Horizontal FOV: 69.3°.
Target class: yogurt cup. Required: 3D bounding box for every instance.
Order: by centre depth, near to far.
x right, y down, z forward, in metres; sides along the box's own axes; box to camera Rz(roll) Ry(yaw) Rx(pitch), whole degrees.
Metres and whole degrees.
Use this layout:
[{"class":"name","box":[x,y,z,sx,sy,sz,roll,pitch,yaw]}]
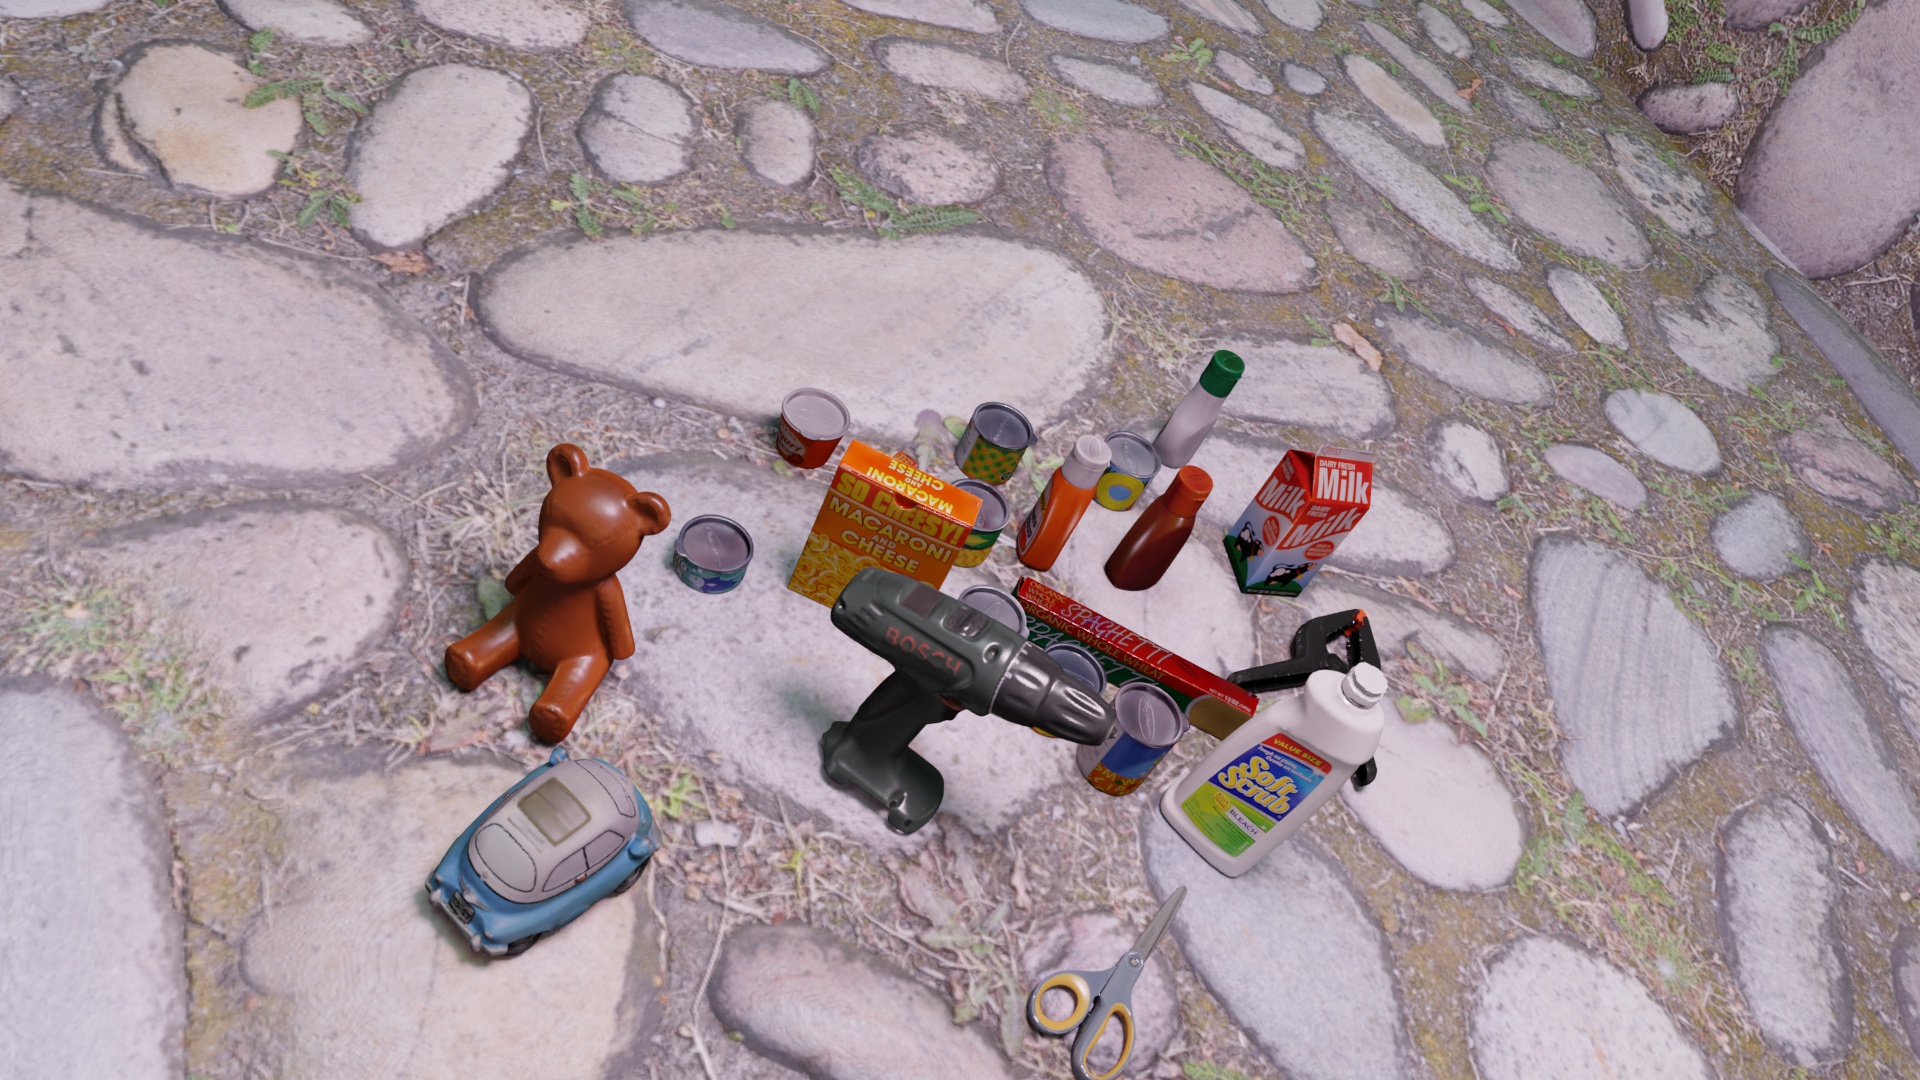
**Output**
[{"class":"yogurt cup","box":[-0.146,-0.107,1.346,0.072,0.053,0.073,14,46,-14]}]

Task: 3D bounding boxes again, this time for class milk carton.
[{"class":"milk carton","box":[0.349,-0.029,1.417,0.072,0.189,0.074,6,48,-21]}]

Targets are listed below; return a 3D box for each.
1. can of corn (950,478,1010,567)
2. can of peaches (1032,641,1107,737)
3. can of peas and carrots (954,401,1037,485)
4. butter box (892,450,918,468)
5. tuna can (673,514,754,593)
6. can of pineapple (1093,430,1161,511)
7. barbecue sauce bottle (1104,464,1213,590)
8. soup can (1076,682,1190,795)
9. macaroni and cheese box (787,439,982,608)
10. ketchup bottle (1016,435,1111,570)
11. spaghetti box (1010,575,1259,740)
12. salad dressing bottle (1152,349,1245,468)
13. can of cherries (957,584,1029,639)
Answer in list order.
[{"class":"can of corn","box":[0.005,-0.017,1.334,0.071,0.058,0.071,14,46,-14]},{"class":"can of peaches","box":[0.088,0.135,1.236,0.071,0.057,0.071,14,46,-14]},{"class":"can of peas and carrots","box":[0.036,-0.098,1.423,0.071,0.058,0.071,14,46,-14]},{"class":"butter box","box":[-0.082,-0.039,1.316,0.024,0.052,0.104,36,45,8]},{"class":"tuna can","box":[-0.219,0.012,1.218,0.071,0.032,0.071,14,46,-14]},{"class":"can of pineapple","box":[0.168,-0.073,1.465,0.071,0.057,0.071,14,46,-14]},{"class":"barbecue sauce bottle","box":[0.198,-0.012,1.359,0.065,0.147,0.044,-7,54,-31]},{"class":"soup can","box":[0.150,0.175,1.212,0.071,0.083,0.072,14,46,-14]},{"class":"macaroni and cheese box","box":[-0.068,0.005,1.202,0.124,0.165,0.040,25,44,-3]},{"class":"ketchup bottle","box":[0.100,-0.038,1.335,0.043,0.148,0.065,18,45,-10]},{"class":"spaghetti box","box":[0.155,0.112,1.296,0.250,0.050,0.029,27,44,-1]},{"class":"salad dressing bottle","box":[0.259,-0.143,1.508,0.044,0.146,0.064,46,47,17]},{"class":"can of cherries","box":[0.020,0.085,1.249,0.071,0.058,0.072,14,46,-14]}]
